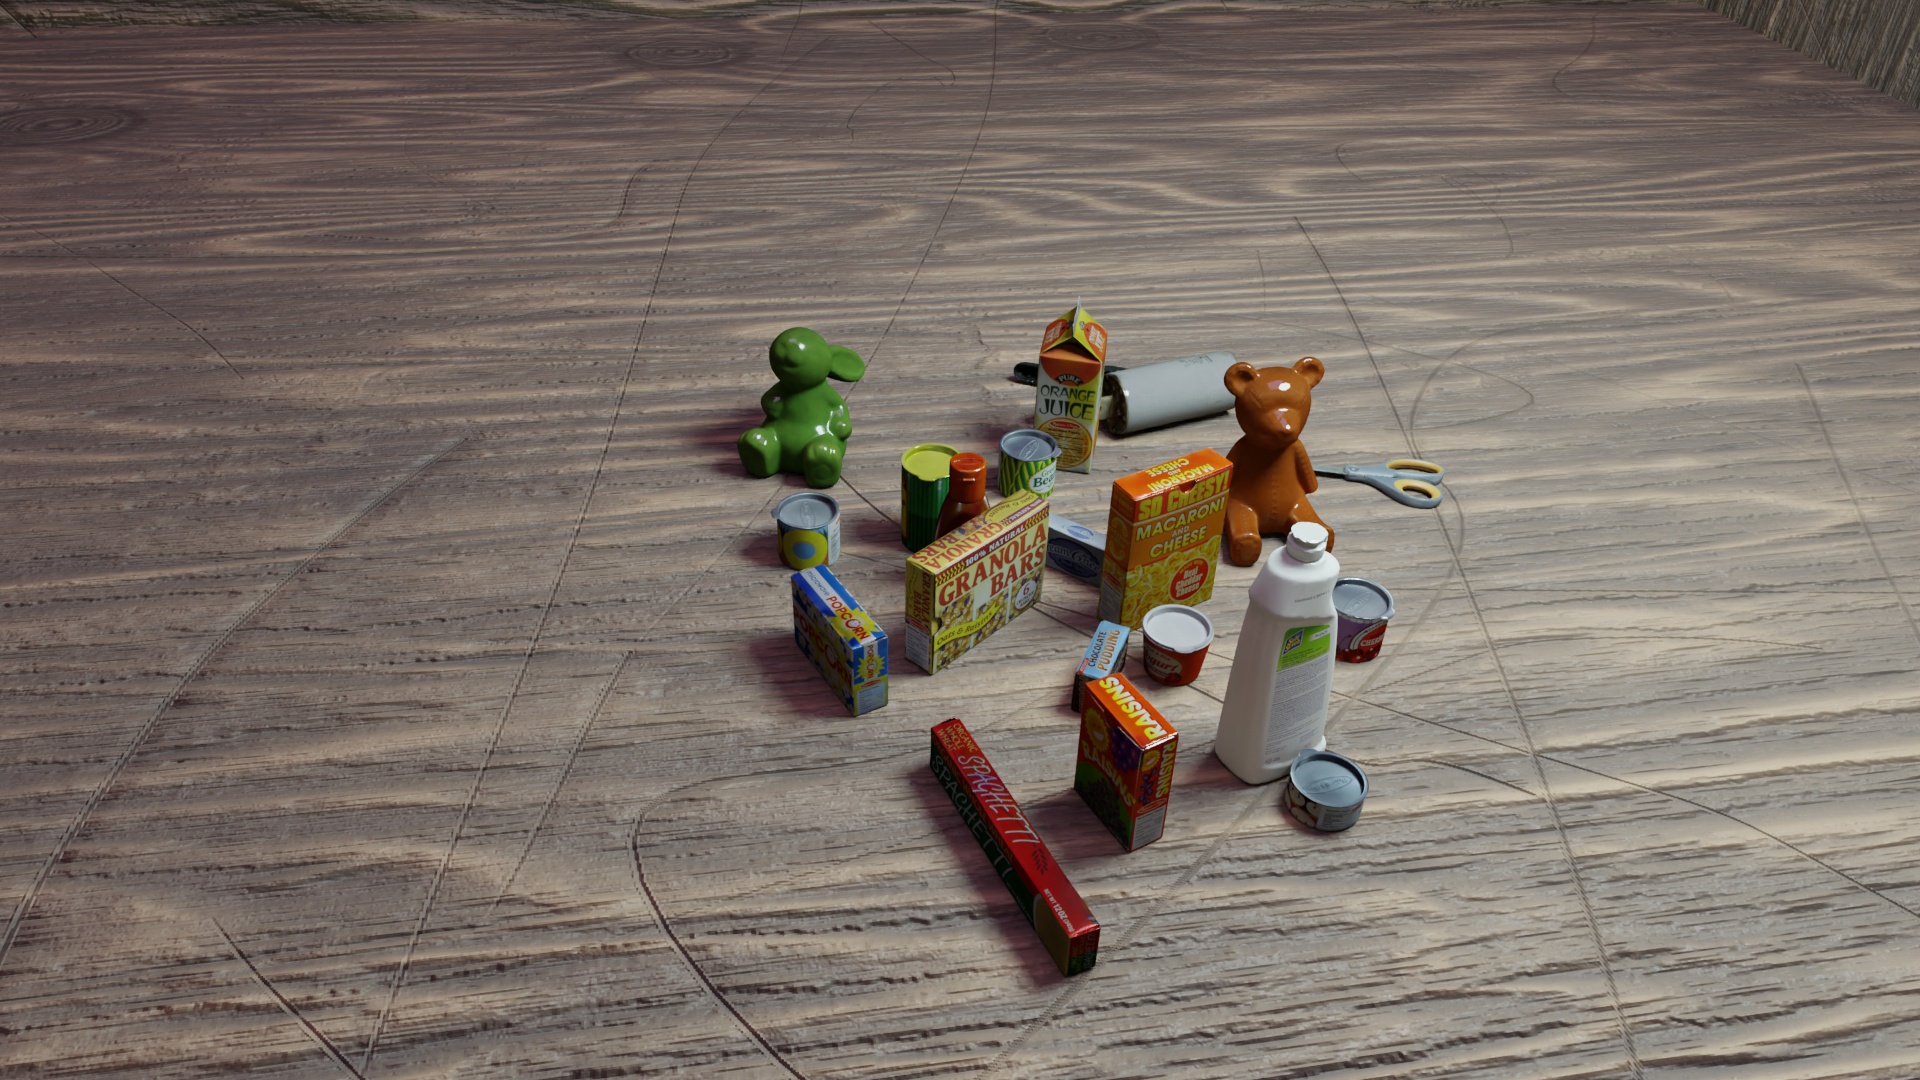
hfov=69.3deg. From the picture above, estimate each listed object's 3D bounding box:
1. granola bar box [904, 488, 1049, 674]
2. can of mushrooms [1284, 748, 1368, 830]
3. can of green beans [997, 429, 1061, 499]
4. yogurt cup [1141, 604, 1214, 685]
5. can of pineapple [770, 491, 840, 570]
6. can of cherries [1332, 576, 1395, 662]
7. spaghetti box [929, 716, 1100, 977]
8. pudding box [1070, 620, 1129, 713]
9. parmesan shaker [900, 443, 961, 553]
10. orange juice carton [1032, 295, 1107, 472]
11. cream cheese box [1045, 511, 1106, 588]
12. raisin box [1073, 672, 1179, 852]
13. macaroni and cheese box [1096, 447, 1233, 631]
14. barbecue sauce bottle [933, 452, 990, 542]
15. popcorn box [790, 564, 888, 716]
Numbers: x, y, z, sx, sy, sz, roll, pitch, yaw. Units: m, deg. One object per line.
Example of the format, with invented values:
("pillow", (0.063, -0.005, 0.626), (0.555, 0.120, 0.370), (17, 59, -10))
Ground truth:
("granola bar box", (0.017, 0.039, 1.345), (0.039, 0.123, 0.166), (29, 44, 32))
("can of mushrooms", (0.314, 0.214, 1.199), (0.071, 0.033, 0.071), (2, 36, -1))
("can of green beans", (0.075, -0.084, 1.572), (0.071, 0.057, 0.071), (2, 36, -1))
("yogurt cup", (0.205, 0.102, 1.329), (0.072, 0.053, 0.073), (2, 36, -1))
("can of pineapple", (-0.161, -0.010, 1.456), (0.071, 0.057, 0.071), (2, 36, -1))
("can of cherries", (0.388, 0.079, 1.366), (0.071, 0.058, 0.072), (2, 36, -1))
("spaghetti box", (0.038, 0.242, 1.131), (0.029, 0.049, 0.251), (-15, 40, -22))
("pudding box", (0.132, 0.120, 1.304), (0.030, 0.049, 0.084), (15, 38, 17))
("parmesan shaker", (-0.031, -0.041, 1.469), (0.071, 0.102, 0.072), (2, 36, -1))
("orange juice carton", (0.125, -0.178, 1.589), (0.073, 0.191, 0.072), (8, 36, 7))
("cream cheese box", (0.123, 0.011, 1.448), (0.104, 0.053, 0.024), (24, 41, 27))
("raisin box", (0.135, 0.184, 1.154), (0.040, 0.122, 0.086), (-16, 40, -24))
("macaroni and cheese box", (0.202, 0.002, 1.370), (0.124, 0.165, 0.040), (-20, 41, -27))
("barbecue sauce bottle", (0.005, -0.018, 1.400), (0.065, 0.147, 0.044), (0, 36, -3))
("popcorn box", (-0.114, 0.092, 1.298), (0.038, 0.084, 0.127), (-19, 41, -26))
